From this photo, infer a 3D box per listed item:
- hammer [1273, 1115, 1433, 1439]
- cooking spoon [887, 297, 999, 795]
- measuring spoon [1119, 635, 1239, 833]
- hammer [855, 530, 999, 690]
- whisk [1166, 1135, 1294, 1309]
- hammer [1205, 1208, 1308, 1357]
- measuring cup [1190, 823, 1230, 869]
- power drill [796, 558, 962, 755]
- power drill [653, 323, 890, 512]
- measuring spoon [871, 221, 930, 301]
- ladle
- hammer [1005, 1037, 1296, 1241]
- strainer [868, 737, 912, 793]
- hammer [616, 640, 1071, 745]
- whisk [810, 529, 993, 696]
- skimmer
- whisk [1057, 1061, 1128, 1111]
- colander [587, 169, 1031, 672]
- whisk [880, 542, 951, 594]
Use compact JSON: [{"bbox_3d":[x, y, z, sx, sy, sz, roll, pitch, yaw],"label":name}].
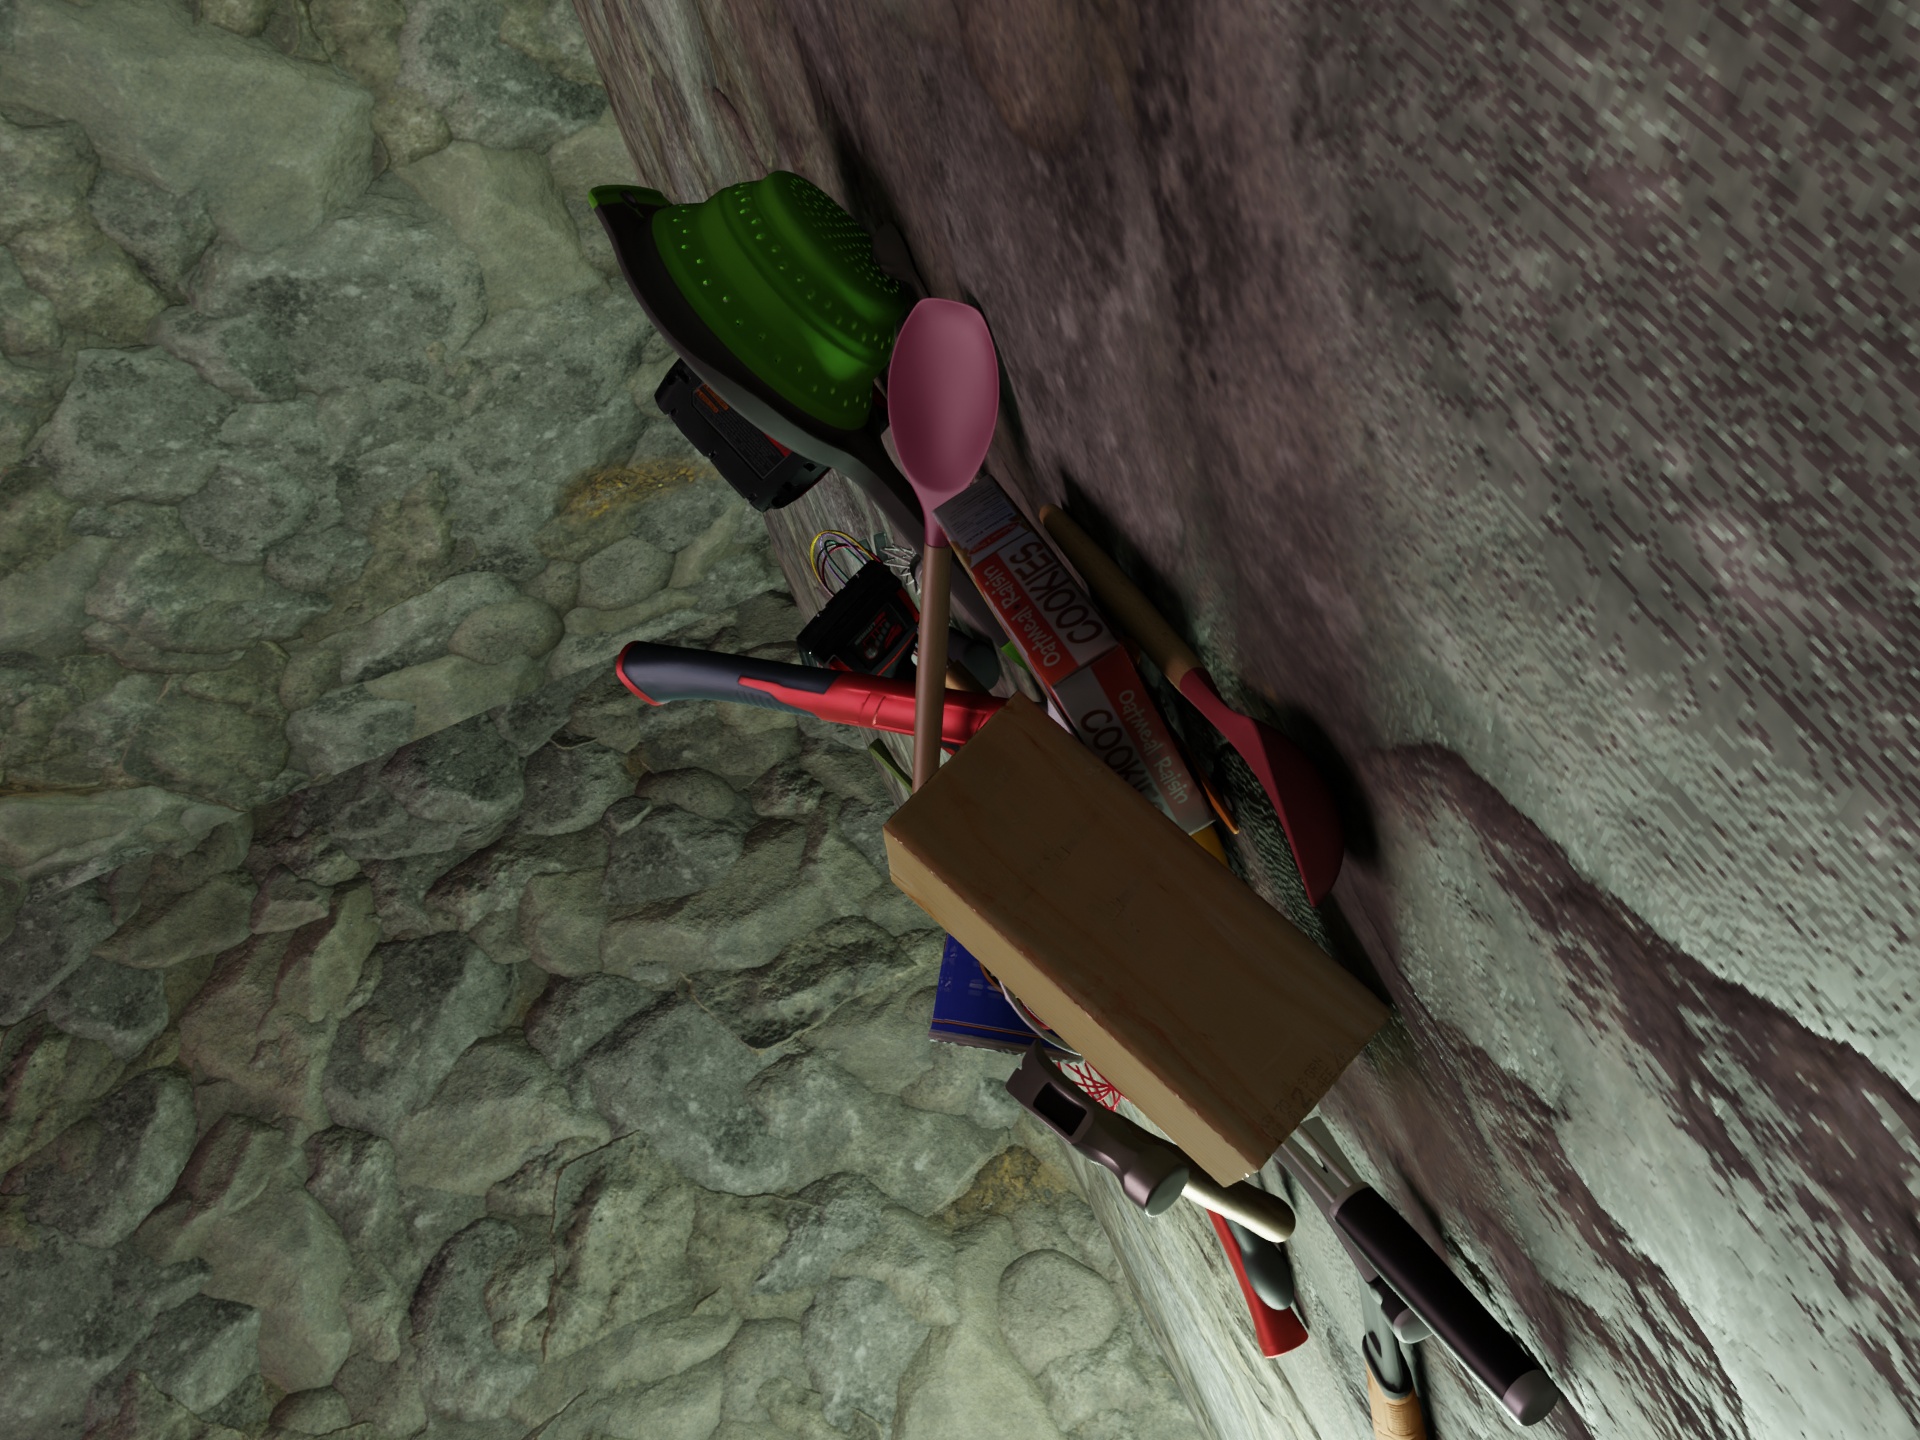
[{"bbox_3d":[0.236,0.366,0.892,0.127,0.034,0.336,-124,12,-52],"label":"hammer"},{"bbox_3d":[-0.014,-0.076,0.892,0.069,0.017,0.318,18,121,26],"label":"cooking spoon"},{"bbox_3d":[0.107,0.005,0.776,0.117,0.011,0.021,60,180,21],"label":"measuring spoon"},{"bbox_3d":[-0.028,-0.084,1.419,0.409,0.036,0.149,-140,27,-74],"label":"hammer"},{"bbox_3d":[0.176,0.307,1.089,0.284,0.070,0.070,64,175,-24],"label":"whisk"},{"bbox_3d":[0.168,0.302,1.203,0.149,0.036,0.359,93,153,-76],"label":"hammer"},{"bbox_3d":[0.109,0.036,0.830,0.062,0.029,0.157,71,-176,-53],"label":"measuring cup"},{"bbox_3d":[-0.002,-0.003,1.072,0.227,0.080,0.188,41,171,5],"label":"power drill"},{"bbox_3d":[-0.125,-0.233,1.111,0.143,0.078,0.220,47,-160,-9],"label":"power drill"},{"bbox_3d":[-0.023,-0.232,0.921,0.034,0.018,0.124,99,146,-78],"label":"measuring spoon"},{"bbox_3d":[0.092,-0.028,0.699,0.069,0.031,0.316,66,177,-36],"label":"ladle"},{"bbox_3d":[0.125,0.256,0.911,0.130,0.031,0.331,33,175,38],"label":"hammer"},{"bbox_3d":[0.011,0.071,1.354,0.257,0.069,0.151,43,176,41],"label":"strainer"},{"bbox_3d":[-0.082,-0.030,1.012,0.386,0.038,0.143,10,121,36],"label":"hammer"},{"bbox_3d":[-0.026,-0.053,1.212,0.245,0.047,0.051,46,-171,5],"label":"whisk"},{"bbox_3d":[0.139,0.180,0.767,0.090,0.127,0.364,46,180,-40],"label":"skimmer"},{"bbox_3d":[0.070,0.201,1.210,0.296,0.073,0.073,-128,16,-64],"label":"whisk"},{"bbox_3d":[-0.047,-0.197,0.960,0.397,0.094,0.204,49,-158,-4],"label":"colander"},{"bbox_3d":[-0.025,-0.109,1.120,0.246,0.059,0.058,-114,33,-79],"label":"whisk"}]
